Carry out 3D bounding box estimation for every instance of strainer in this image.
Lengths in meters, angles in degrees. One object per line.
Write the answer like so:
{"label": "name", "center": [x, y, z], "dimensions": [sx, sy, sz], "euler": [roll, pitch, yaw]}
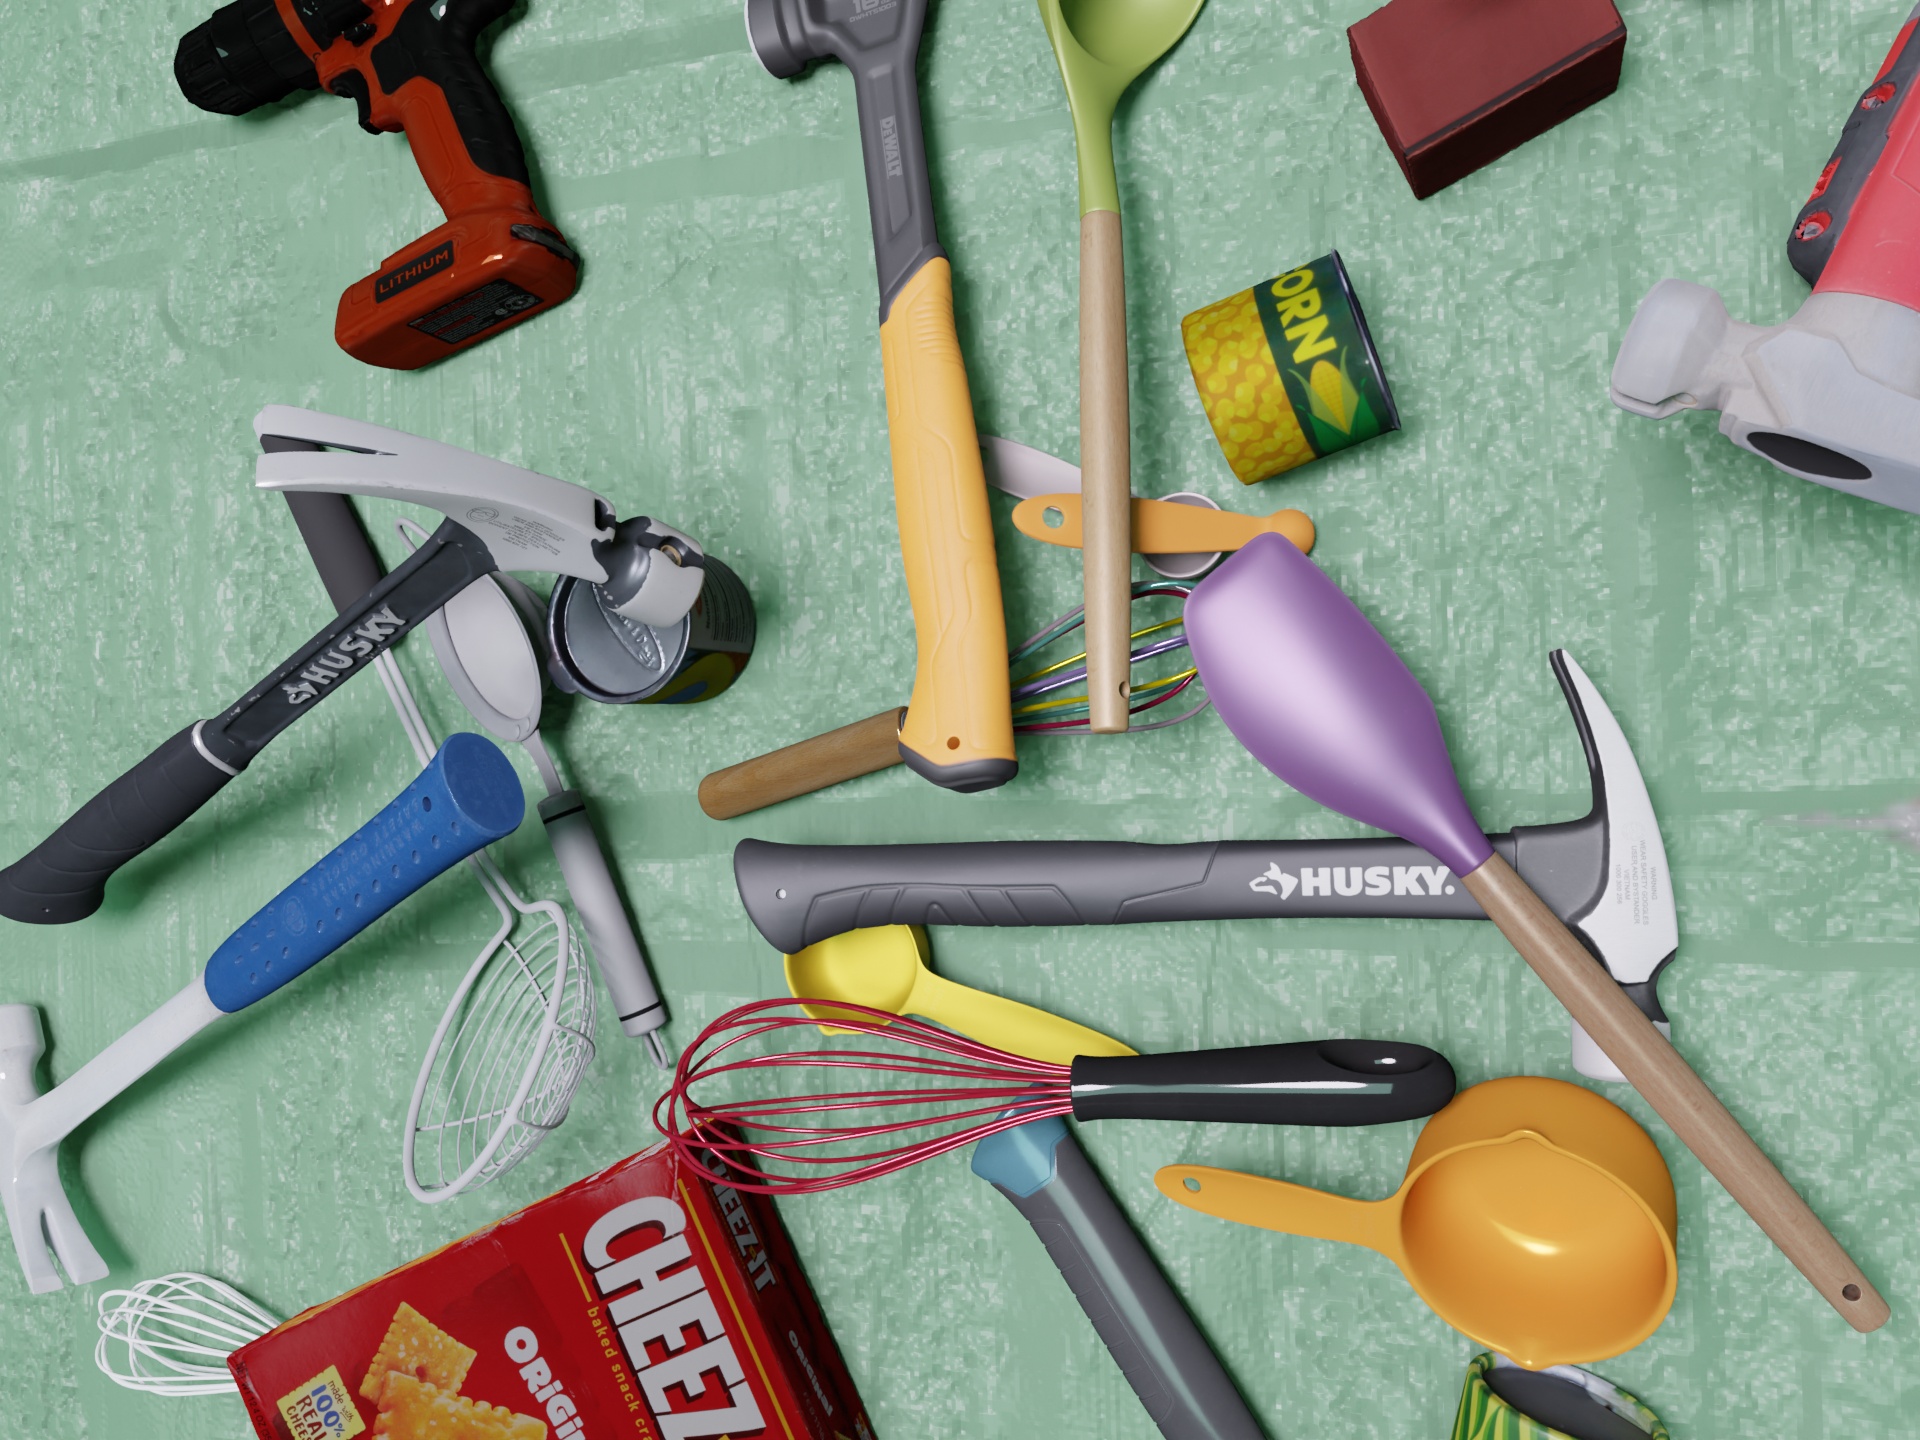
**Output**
{"label": "strainer", "center": [-0.173, 0.029, 0.682], "dimensions": [0.087, 0.050, 0.258], "euler": [-22, 89, 51]}

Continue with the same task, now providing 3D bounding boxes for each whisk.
{"label": "whisk", "center": [0.024, 0.132, 0.571], "dimensions": [0.296, 0.073, 0.073], "euler": [-5, 89, 17]}
{"label": "whisk", "center": [-0.002, -0.001, 0.614], "dimensions": [0.245, 0.051, 0.047], "euler": [-18, 51, 24]}
{"label": "whisk", "center": [-0.293, 0.298, 0.728], "dimensions": [0.246, 0.058, 0.059], "euler": [6, 127, 17]}

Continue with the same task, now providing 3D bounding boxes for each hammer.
{"label": "hammer", "center": [0.106, 0.285, 0.587], "dimensions": [0.128, 0.033, 0.331], "euler": [-38, 78, 17]}
{"label": "hammer", "center": [-0.319, 0.123, 0.683], "dimensions": [0.405, 0.035, 0.144], "euler": [-33, 71, 30]}
{"label": "hammer", "center": [0.077, 0.053, 0.578], "dimensions": [0.335, 0.035, 0.146], "euler": [-2, 90, 14]}
{"label": "hammer", "center": [0.330, -0.234, 0.438], "dimensions": [0.143, 0.038, 0.386], "euler": [26, 85, 24]}
{"label": "hammer", "center": [-0.287, 0.003, 0.625], "dimensions": [0.409, 0.149, 0.036], "euler": [-28, 56, 34]}
{"label": "hammer", "center": [-0.007, -0.141, 0.598], "dimensions": [0.127, 0.034, 0.337], "euler": [-11, 78, 20]}

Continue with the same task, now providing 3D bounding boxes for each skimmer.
{"label": "skimmer", "center": [-0.253, 0.021, 0.682], "dimensions": [0.127, 0.090, 0.363], "euler": [-36, 77, 37]}

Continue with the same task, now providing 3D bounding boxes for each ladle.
{"label": "ladle", "center": [0.059, -0.155, 0.558], "dimensions": [0.062, 0.078, 0.320], "euler": [-10, 76, 44]}

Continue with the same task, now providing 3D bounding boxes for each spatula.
{"label": "spatula", "center": [0.186, 0.069, 0.524], "dimensions": [0.060, 0.018, 0.316], "euler": [-42, 80, 9]}

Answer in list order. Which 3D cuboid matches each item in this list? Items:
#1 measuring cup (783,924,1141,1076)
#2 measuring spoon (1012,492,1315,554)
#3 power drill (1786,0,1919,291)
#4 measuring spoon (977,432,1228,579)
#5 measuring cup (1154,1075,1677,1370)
{"label": "measuring cup", "center": [0.005, 0.112, 0.628], "dimensions": [0.156, 0.029, 0.062], "euler": [20, 95, 13]}
{"label": "measuring spoon", "center": [0.076, -0.071, 0.573], "dimensions": [0.117, 0.011, 0.021], "euler": [2, 81, -14]}
{"label": "power drill", "center": [0.382, -0.161, 0.465], "dimensions": [0.220, 0.078, 0.143], "euler": [29, 99, 20]}
{"label": "measuring spoon", "center": [0.048, -0.085, 0.617], "dimensions": [0.124, 0.018, 0.034], "euler": [26, 83, 24]}
{"label": "measuring cup", "center": [0.157, 0.162, 0.554], "dimensions": [0.174, 0.052, 0.095], "euler": [3, 113, 28]}
